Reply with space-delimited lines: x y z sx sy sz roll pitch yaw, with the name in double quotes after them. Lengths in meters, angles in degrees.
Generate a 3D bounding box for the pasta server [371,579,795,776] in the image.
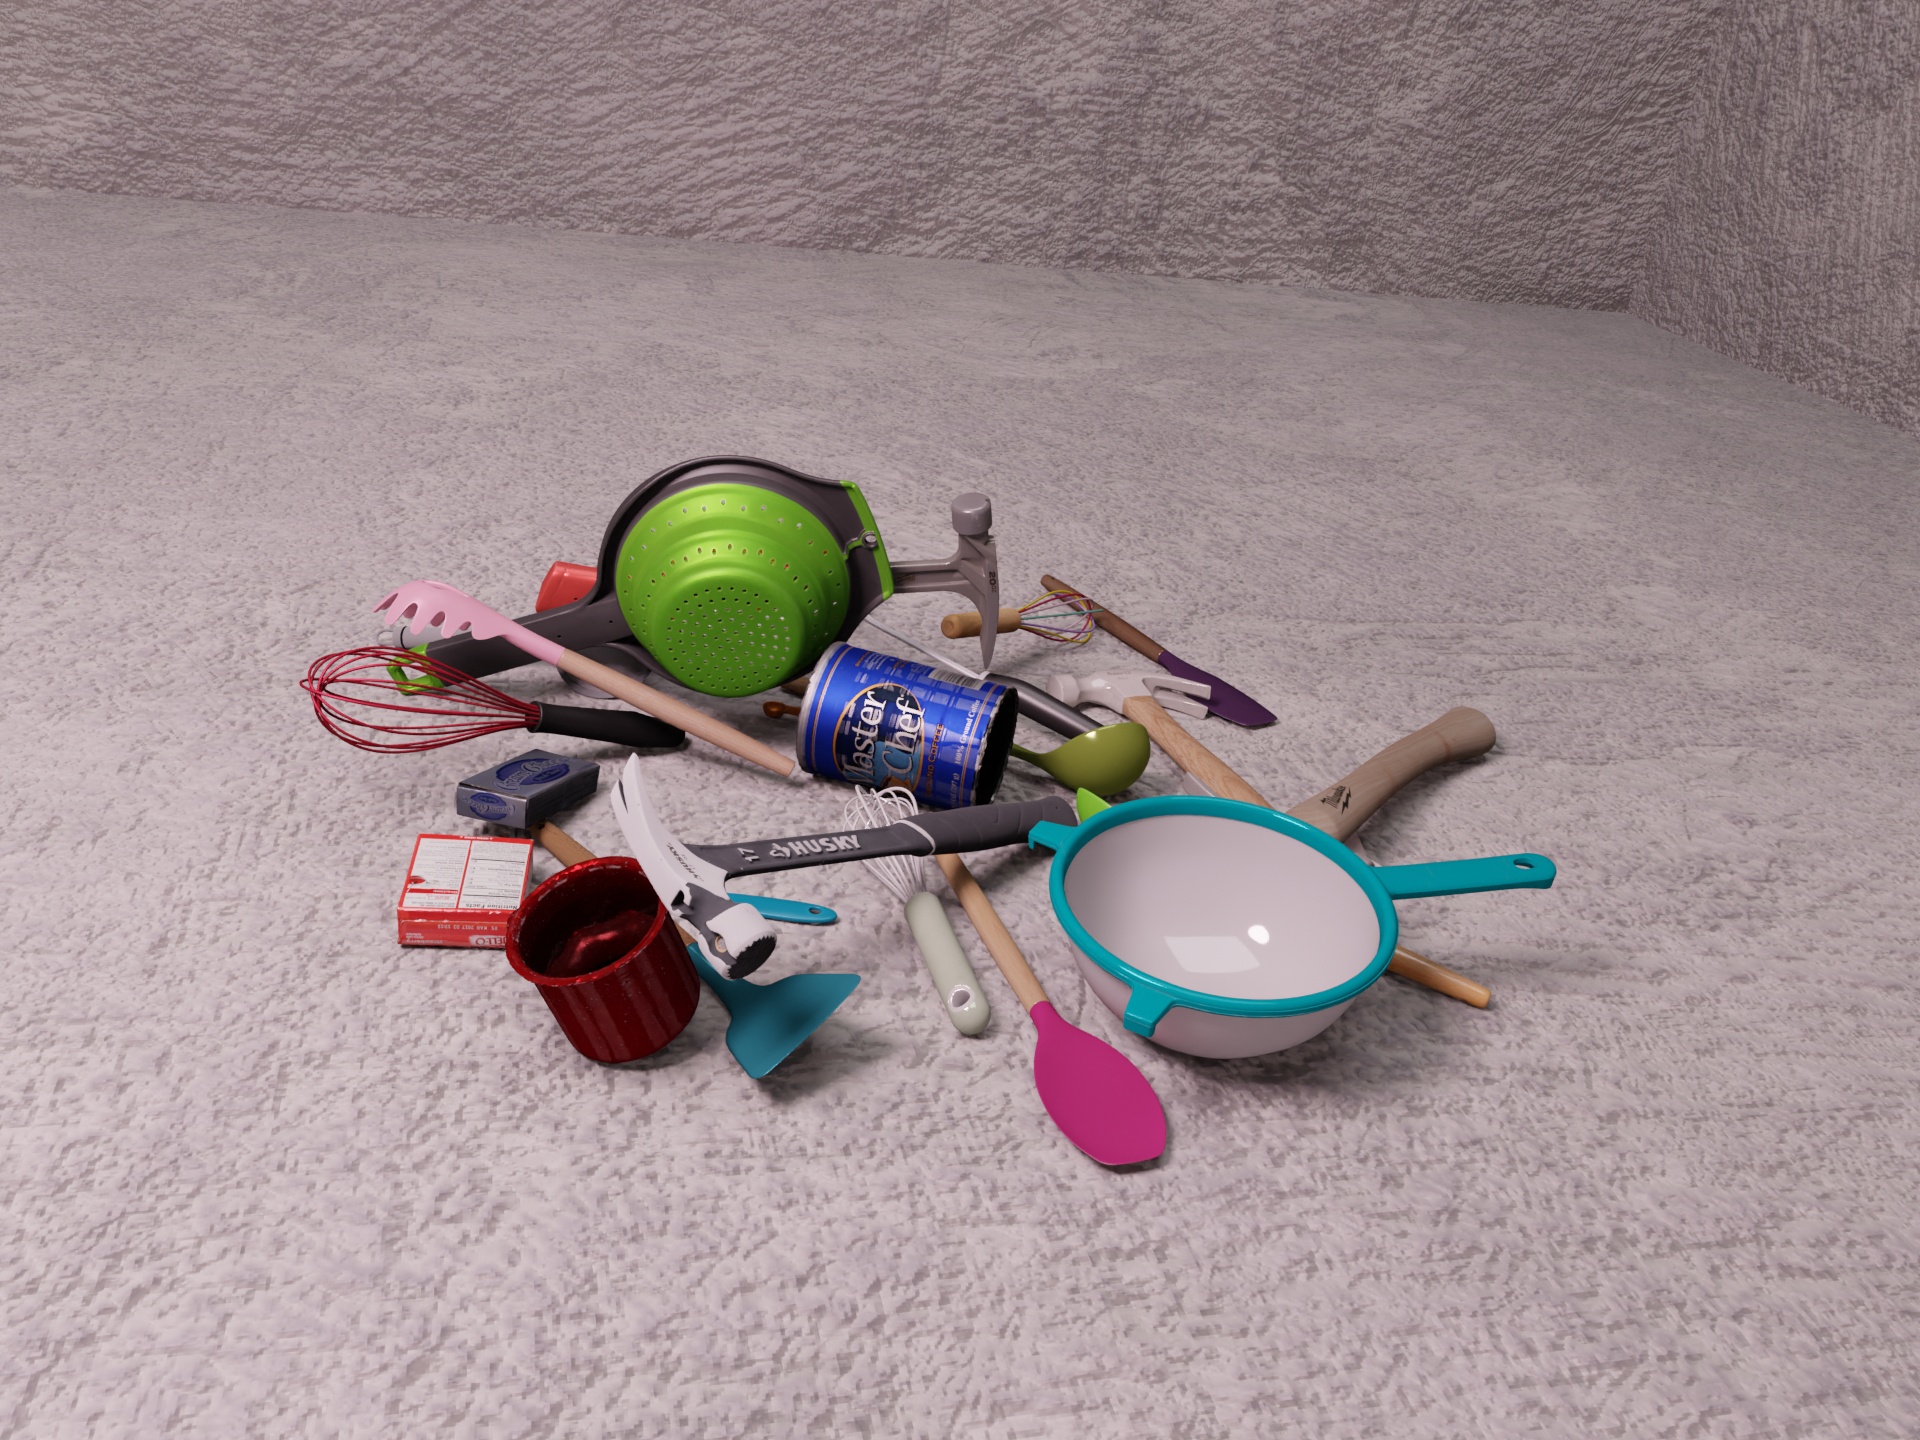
-0.267 -0.027 1.152 0.316 0.040 0.060 26 5 -9 "pasta server"

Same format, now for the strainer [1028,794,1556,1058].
0.217 0.137 1.003 0.340 0.095 0.211 -4 32 -16 "strainer"

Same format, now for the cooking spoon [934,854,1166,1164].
0.041 0.165 0.994 0.068 0.017 0.319 -4 30 -21 "cooking spoon"

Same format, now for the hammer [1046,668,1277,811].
0.199 0.040 1.265 0.130 0.031 0.332 -6 31 -25 "hammer"

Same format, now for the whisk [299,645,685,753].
-0.318 -0.004 1.121 0.295 0.073 0.073 9 20 -45 "whisk"

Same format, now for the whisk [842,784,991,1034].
-0.028 0.118 1.043 0.058 0.059 0.247 -33 38 2 "whisk"

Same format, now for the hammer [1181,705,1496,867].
0.321 0.041 1.249 0.146 0.038 0.410 29 28 27 "hammer"

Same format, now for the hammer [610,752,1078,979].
-0.046 0.074 1.008 0.149 0.036 0.408 45 25 26 "hammer"

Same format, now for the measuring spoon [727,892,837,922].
-0.143 0.112 1.041 0.128 0.021 0.042 8 27 3 "measuring spoon"

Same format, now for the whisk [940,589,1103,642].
0.059 -0.087 1.414 0.051 0.047 0.245 10 12 32 "whisk"

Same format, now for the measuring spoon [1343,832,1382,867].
0.292 0.098 1.203 0.034 0.018 0.124 10 20 -4 "measuring spoon"

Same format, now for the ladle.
-0.002 -0.004 1.271 0.320 0.062 0.078 16 -12 23 "ladle"

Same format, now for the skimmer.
-0.043 -0.034 1.336 0.363 0.090 0.127 27 18 16 "skimmer"

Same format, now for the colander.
-0.247 -0.064 1.185 0.397 0.204 0.095 -15 35 6 "colander"

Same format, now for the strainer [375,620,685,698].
-0.354 -0.064 1.286 0.258 0.087 0.050 2 -15 9 "strainer"

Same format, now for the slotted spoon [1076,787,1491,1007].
0.213 0.124 1.101 0.314 0.070 0.031 24 75 21 "slotted spoon"

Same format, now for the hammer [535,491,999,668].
-0.149 -0.098 1.250 0.359 0.149 0.037 -4 37 -1 "hammer"

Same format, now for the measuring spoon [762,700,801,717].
-0.103 0.003 1.280 0.117 0.011 0.021 13 24 1 "measuring spoon"

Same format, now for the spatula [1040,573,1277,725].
0.171 -0.069 1.483 0.059 0.018 0.316 -9 33 -34 "spatula"

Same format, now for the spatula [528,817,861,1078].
-0.184 0.124 0.984 0.318 0.044 0.082 29 61 38 "spatula"
